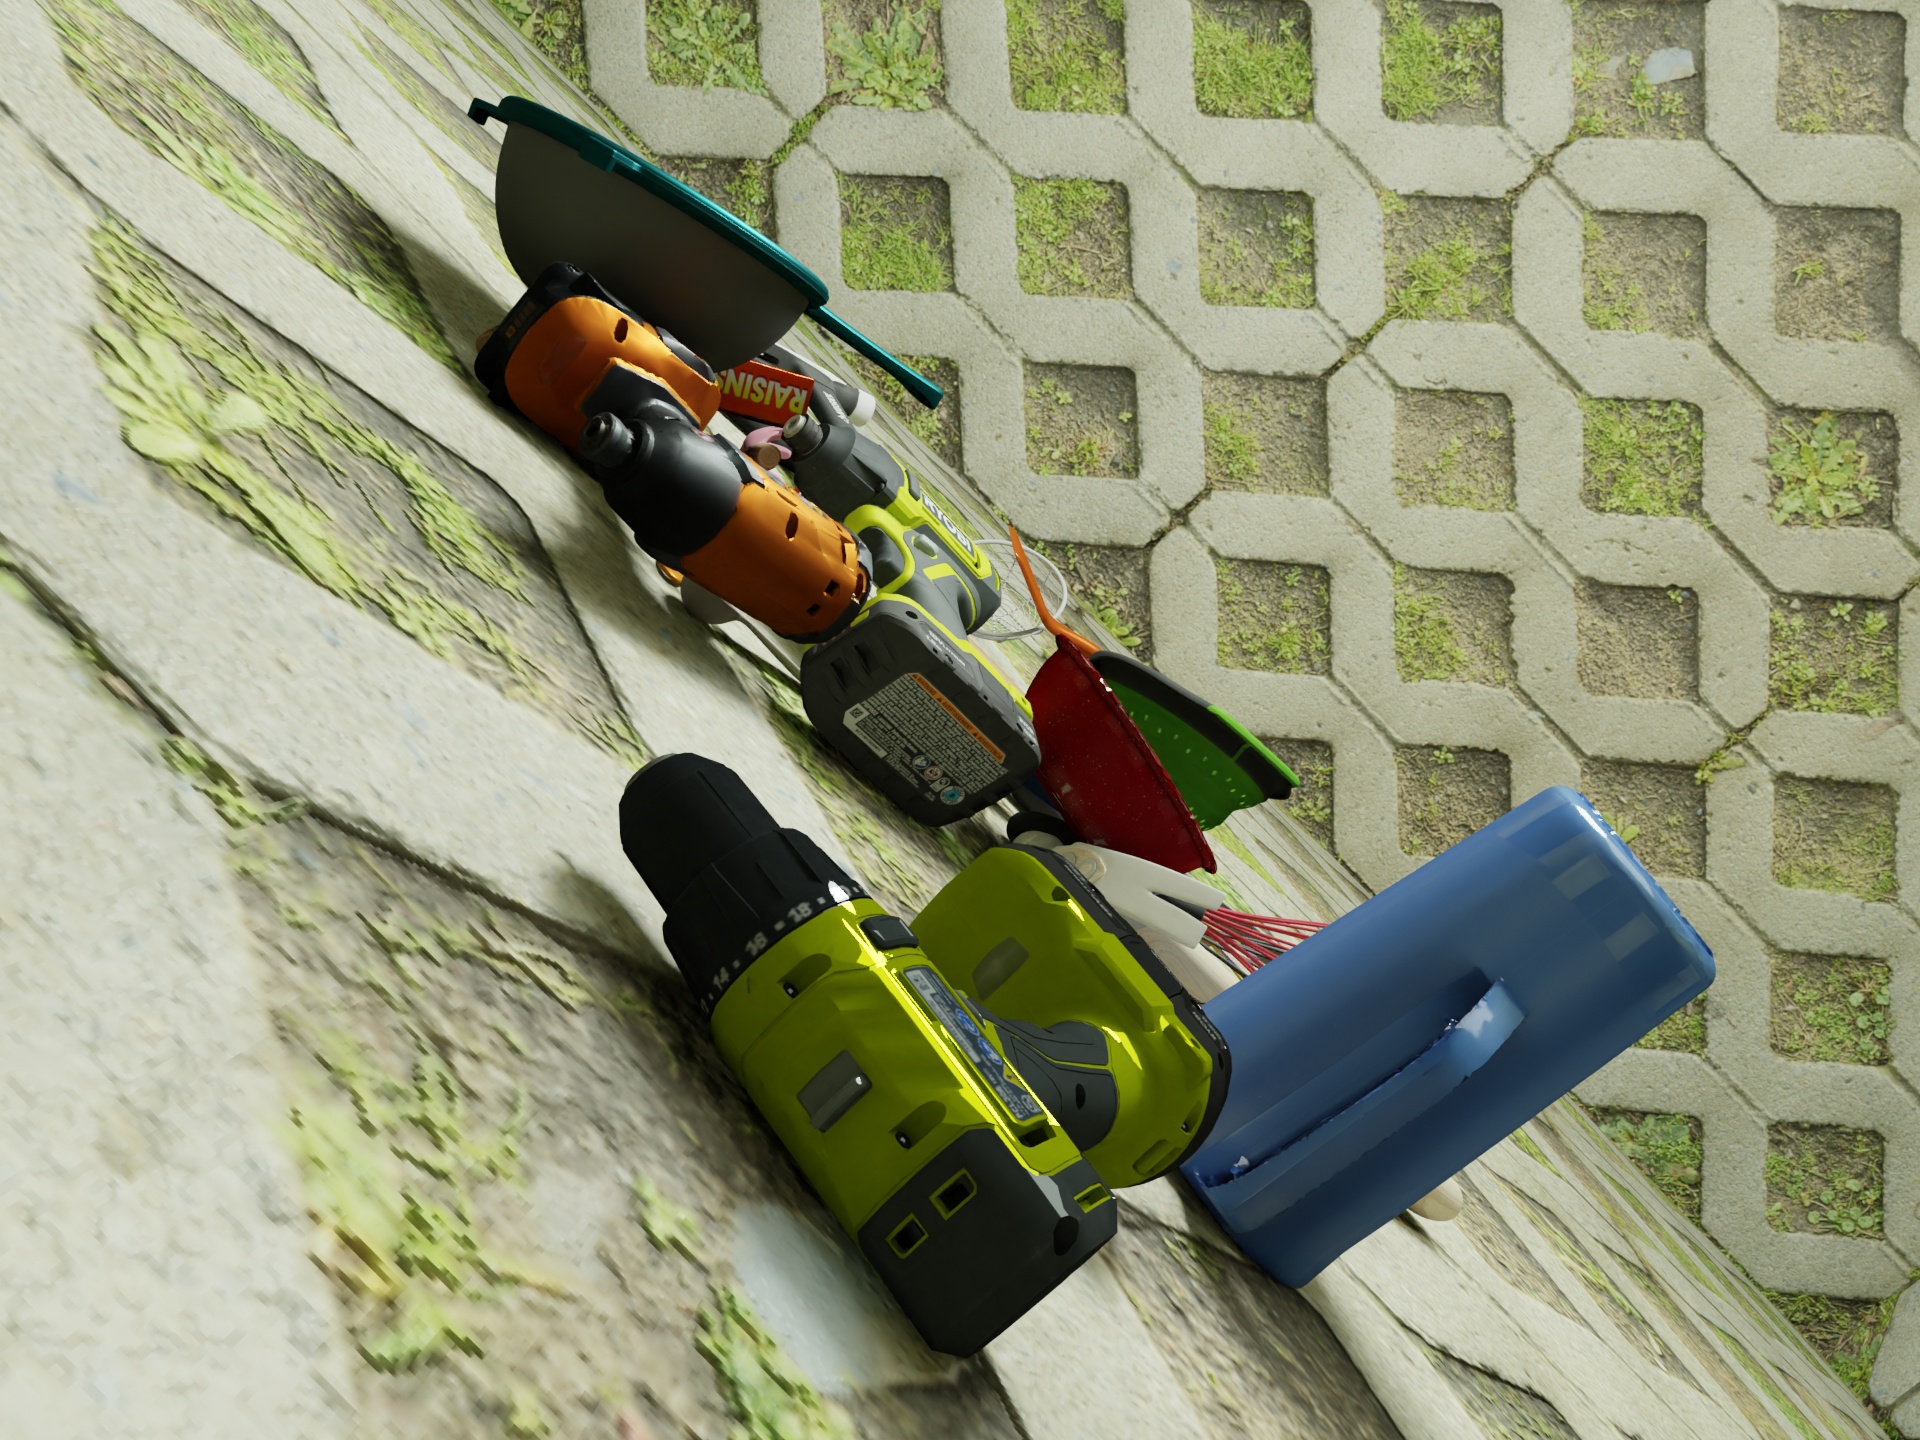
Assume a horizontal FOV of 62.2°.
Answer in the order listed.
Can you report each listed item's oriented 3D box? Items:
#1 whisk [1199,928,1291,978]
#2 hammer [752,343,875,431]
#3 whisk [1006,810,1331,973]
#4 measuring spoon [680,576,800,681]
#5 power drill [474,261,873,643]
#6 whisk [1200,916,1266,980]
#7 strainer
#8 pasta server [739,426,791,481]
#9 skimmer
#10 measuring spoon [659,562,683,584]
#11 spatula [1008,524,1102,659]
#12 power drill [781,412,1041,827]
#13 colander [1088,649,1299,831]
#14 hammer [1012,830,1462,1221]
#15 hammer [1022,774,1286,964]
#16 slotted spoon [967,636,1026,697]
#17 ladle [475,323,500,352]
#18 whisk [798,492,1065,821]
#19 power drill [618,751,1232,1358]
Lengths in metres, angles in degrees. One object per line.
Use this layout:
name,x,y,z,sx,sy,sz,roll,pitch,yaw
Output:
whisk,0.144,0.130,0.988,0.239,0.055,0.055,32,10,0
hammer,-0.098,-0.236,1.343,0.146,0.035,0.335,24,21,-32
whisk,0.160,0.125,0.940,0.296,0.073,0.073,26,7,9
measuring spoon,-0.106,-0.037,0.827,0.034,0.018,0.124,43,-2,45
power drill,-0.152,-0.138,0.778,0.164,0.084,0.227,33,10,-50
whisk,0.204,0.170,1.178,0.245,0.047,0.051,40,12,-11
strainer,-0.147,-0.243,0.969,0.340,0.095,0.211,26,6,-43
pasta server,-0.125,-0.171,1.048,0.040,0.060,0.316,17,6,-11
skimmer,-0.058,-0.193,1.423,0.363,0.090,0.127,38,42,-27
measuring spoon,-0.150,-0.094,0.865,0.021,0.011,0.117,43,10,-16
spatula,0.146,-0.051,1.452,0.322,0.041,0.081,41,17,-18
power drill,-0.035,-0.064,0.876,0.171,0.080,0.223,44,22,-35
colander,0.139,0.025,1.417,0.204,0.094,0.397,39,-6,-22
hammer,0.193,0.195,0.917,0.410,0.038,0.146,43,-18,-32
hammer,0.100,0.066,1.019,0.405,0.144,0.035,38,51,-8
slotted spoon,-0.015,-0.080,1.329,0.313,0.031,0.070,44,9,-15
ladle,-0.256,-0.267,1.011,0.078,0.062,0.320,14,18,-6
whisk,-0.017,-0.037,1.050,0.284,0.070,0.070,52,9,-11
power drill,-0.005,0.093,0.529,0.191,0.080,0.228,49,13,20
